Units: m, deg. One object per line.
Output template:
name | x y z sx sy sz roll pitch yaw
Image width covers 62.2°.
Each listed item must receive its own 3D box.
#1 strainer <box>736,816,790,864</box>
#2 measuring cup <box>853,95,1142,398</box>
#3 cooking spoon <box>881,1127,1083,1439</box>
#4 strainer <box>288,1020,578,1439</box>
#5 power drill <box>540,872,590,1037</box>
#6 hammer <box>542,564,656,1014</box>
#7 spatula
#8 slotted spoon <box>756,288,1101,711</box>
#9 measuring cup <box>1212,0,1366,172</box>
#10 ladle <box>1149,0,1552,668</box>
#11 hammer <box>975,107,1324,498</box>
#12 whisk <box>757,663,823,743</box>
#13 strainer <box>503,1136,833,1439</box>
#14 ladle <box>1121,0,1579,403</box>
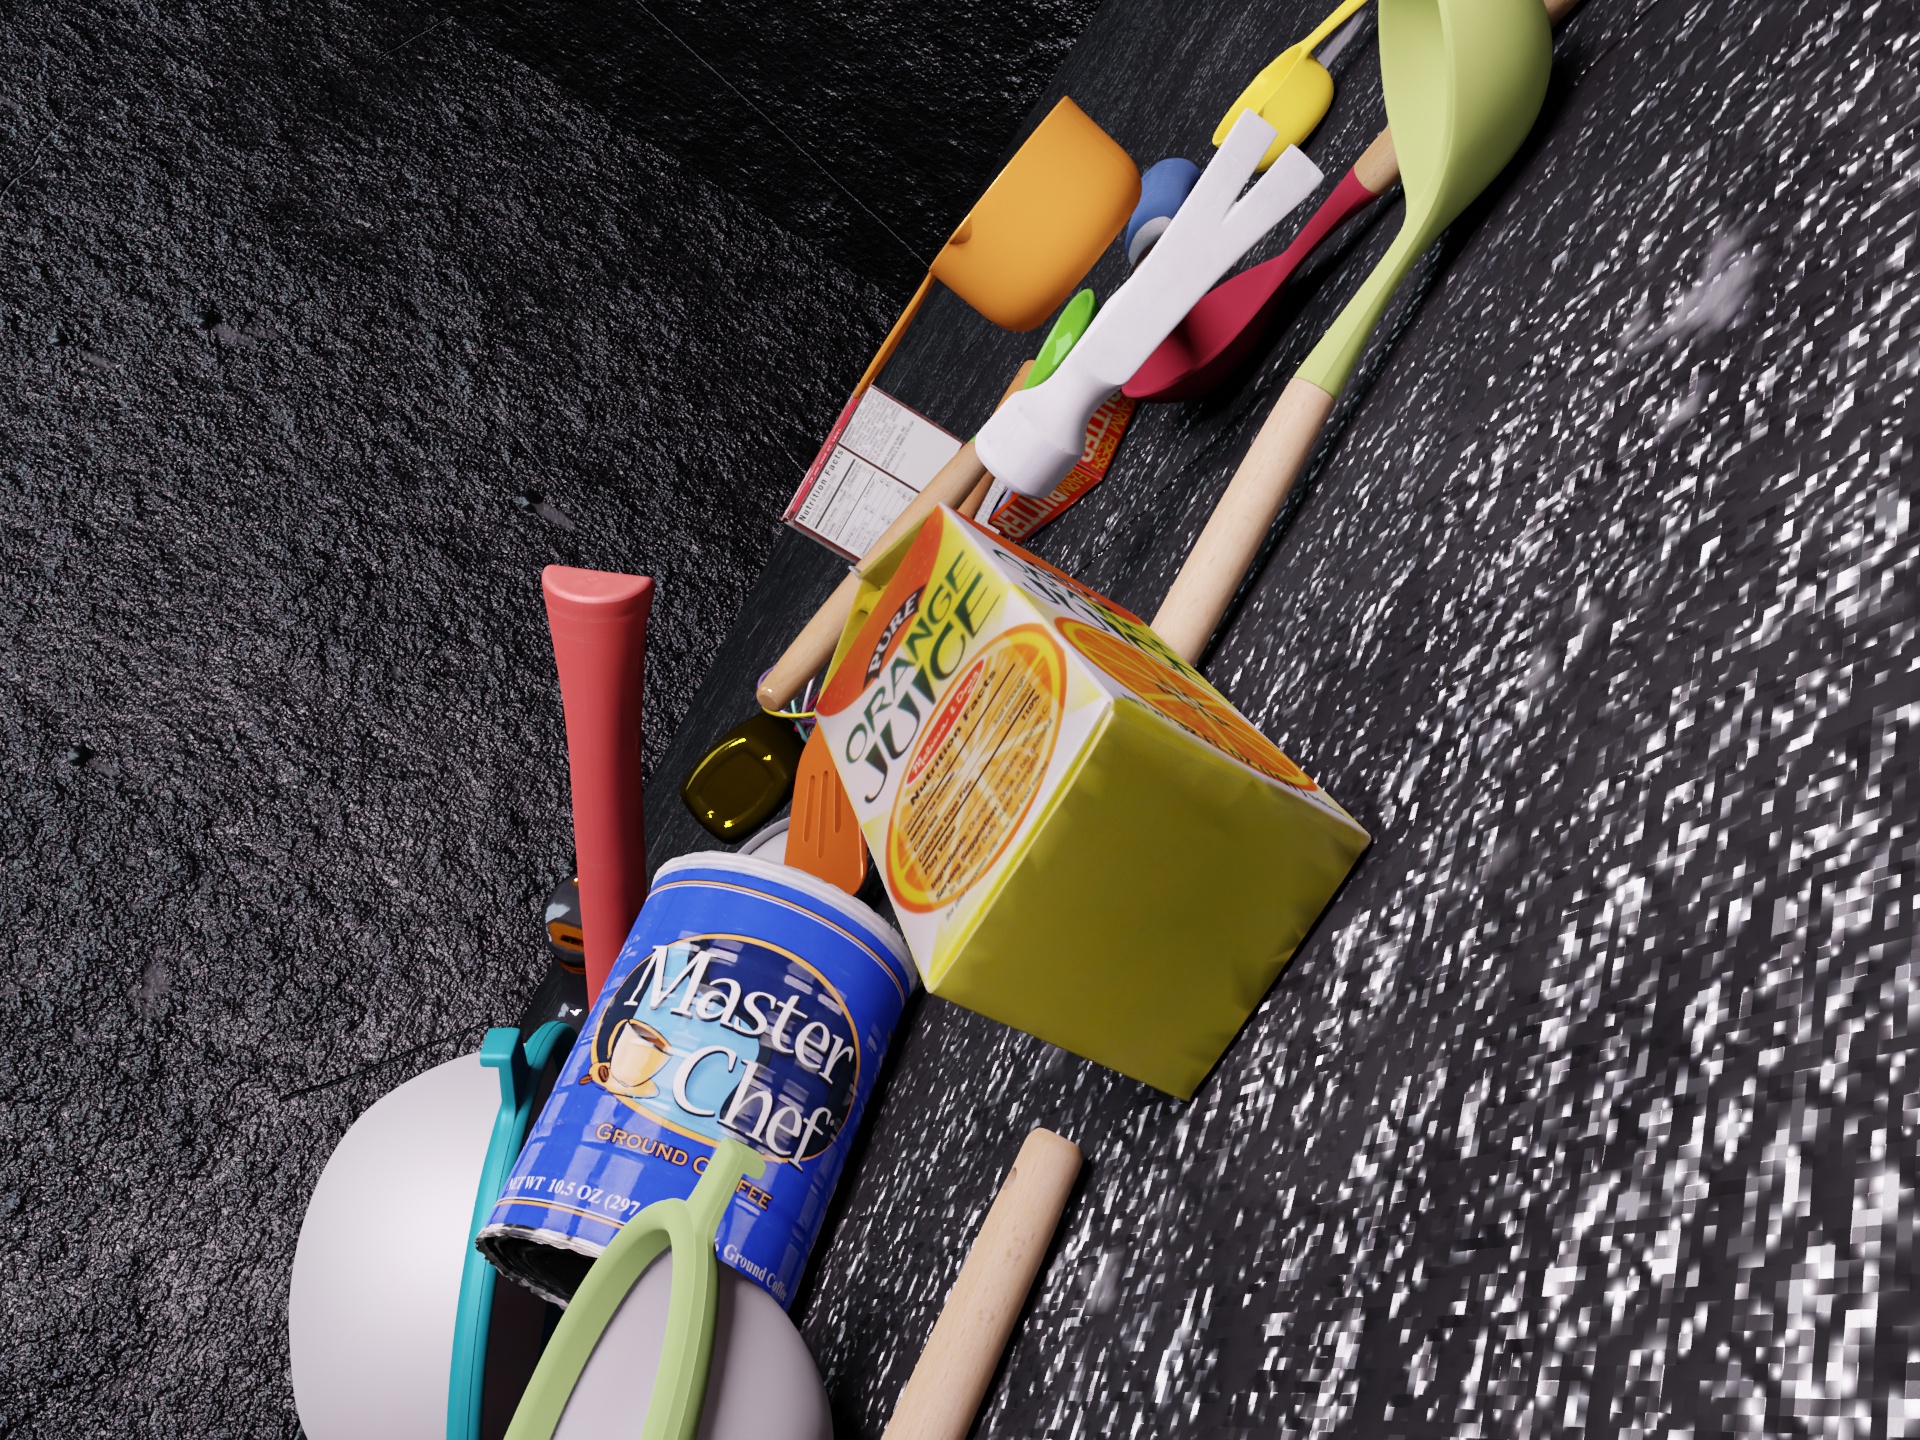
strainer | -0.054 0.032 0.806 0.258 0.050 0.086 -56 -25 -6
measuring cup | 0.012 -0.181 0.679 0.173 0.052 0.095 -45 11 44
cooking spoon | -0.046 0.236 0.334 0.319 0.017 0.069 -64 6 -14
strainer | -0.224 0.243 0.713 0.340 0.095 0.211 113 161 -74
power drill | -0.235 0.221 0.948 0.164 0.084 0.227 77 -148 -56
hammer | -0.138 0.102 0.626 0.149 0.036 0.358 -79 -4 -54
spatula | -0.016 -0.055 0.783 0.081 0.041 0.323 -21 38 55
slotted spoon | -0.004 -0.107 0.732 0.314 0.031 0.070 -54 7 -38
measuring cup | 0.178 -0.303 0.701 0.156 0.029 0.062 -37 22 34
ladle | 0.082 -0.081 0.475 0.320 0.062 0.078 -62 -2 5
hammer | 0.089 -0.214 0.704 0.144 0.035 0.406 -47 10 25
whisk | -0.049 -0.042 0.890 0.047 0.051 0.245 -29 10 24
strainer | -0.099 0.235 0.433 0.256 0.069 0.152 -51 20 41
ladle | 0.153 -0.200 0.530 0.315 0.031 0.069 -42 17 51
